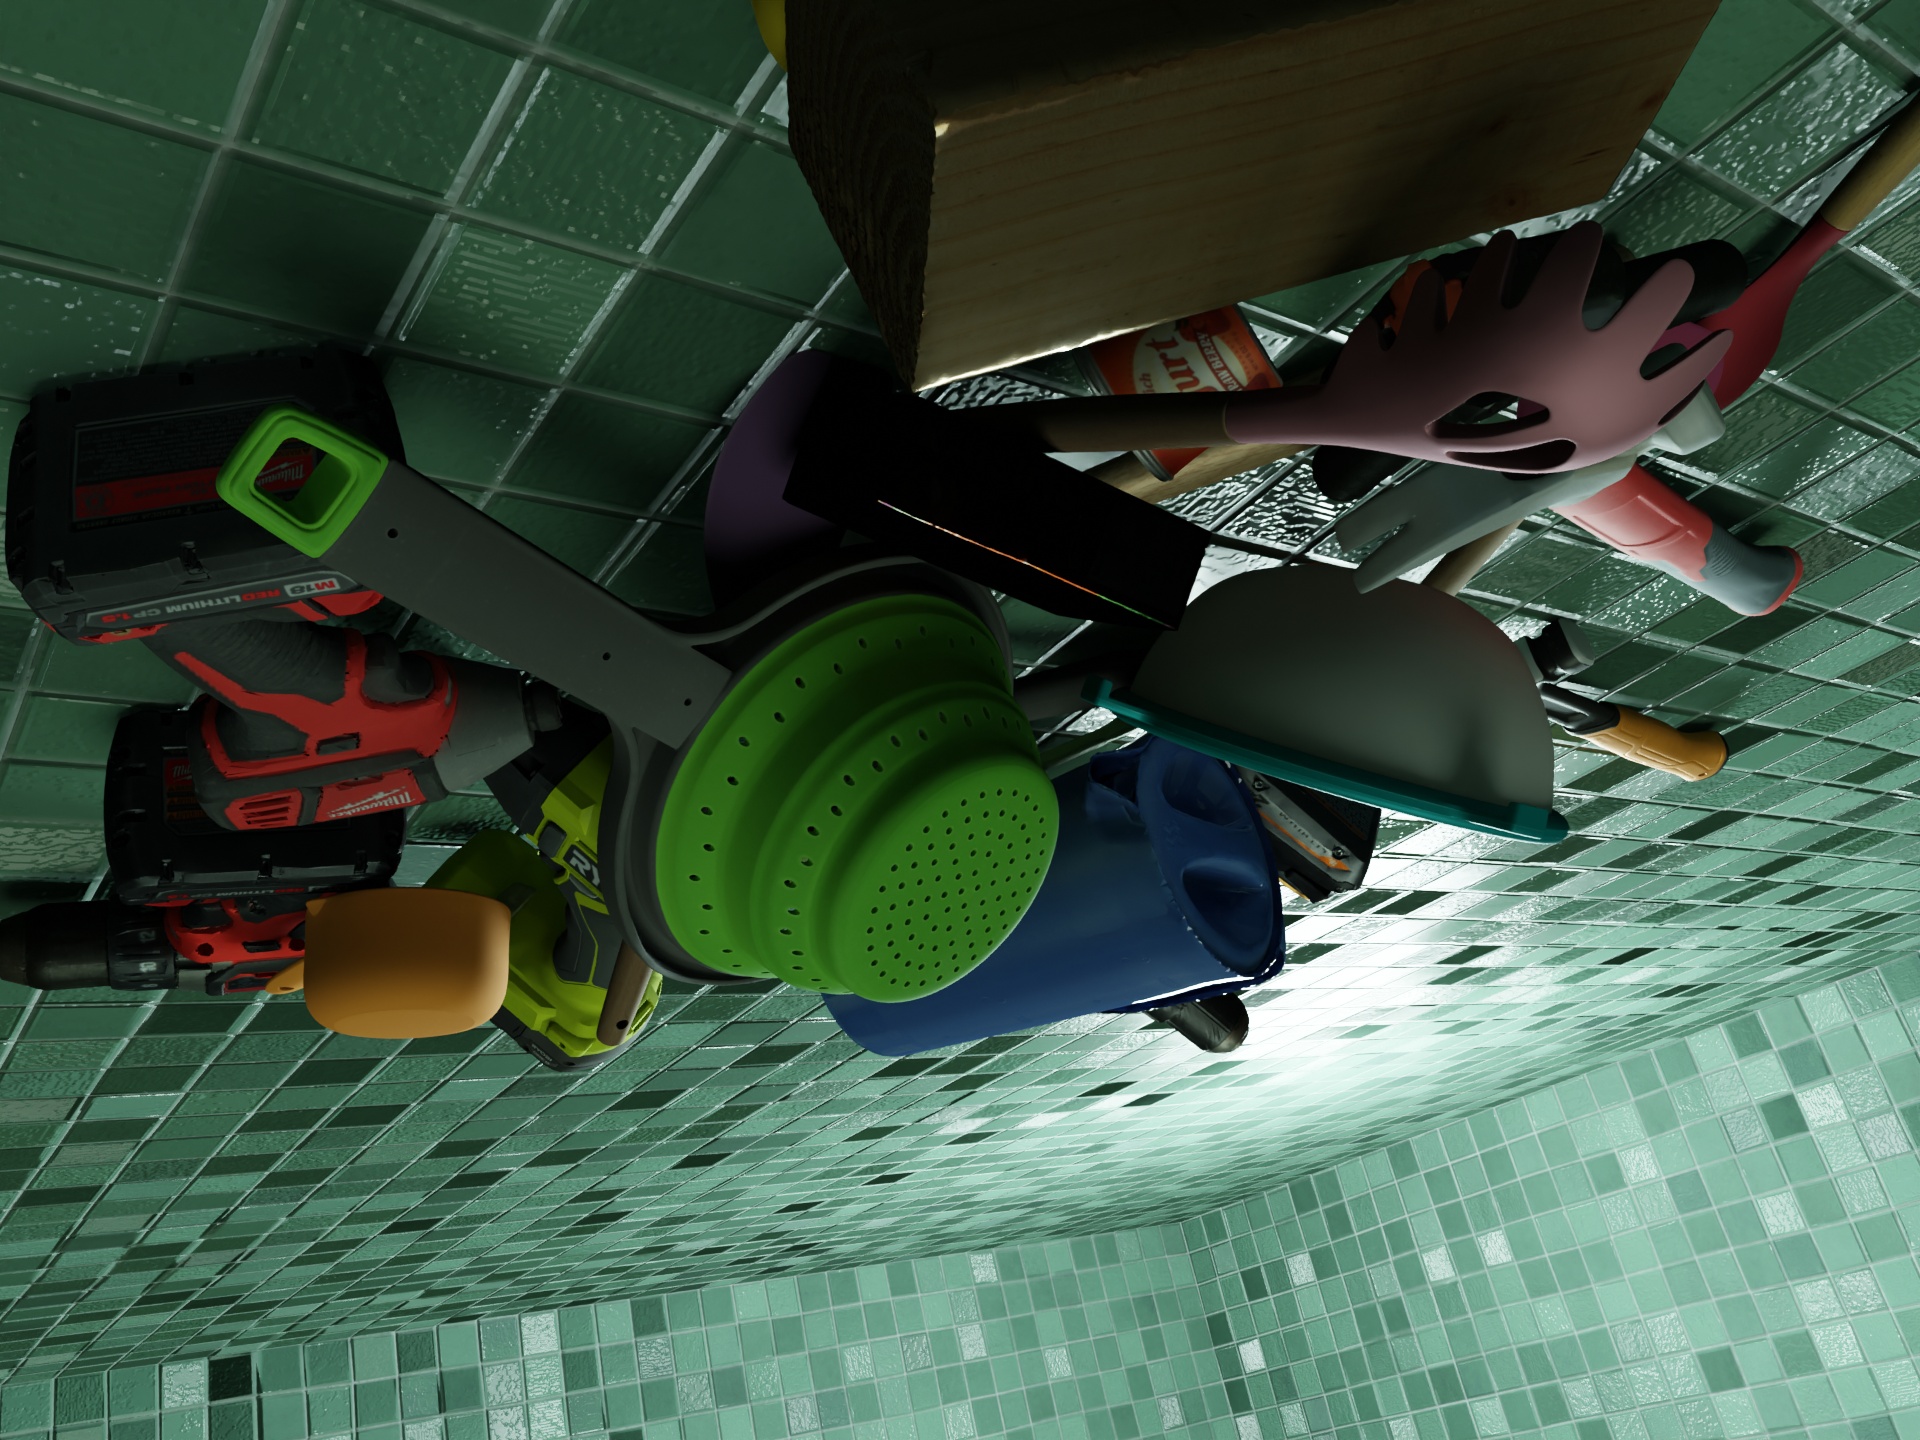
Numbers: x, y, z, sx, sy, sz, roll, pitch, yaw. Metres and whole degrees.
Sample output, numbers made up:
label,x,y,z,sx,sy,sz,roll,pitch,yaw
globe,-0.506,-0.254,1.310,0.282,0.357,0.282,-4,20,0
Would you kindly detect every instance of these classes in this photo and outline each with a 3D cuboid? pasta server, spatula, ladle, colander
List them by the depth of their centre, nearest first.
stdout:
label,x,y,z,sx,sy,sz,roll,pitch,yaw
pasta server,0.070,-0.095,0.473,0.060,0.040,0.316,39,167,-30
colander,-0.070,0.013,0.555,0.204,0.095,0.396,-54,143,1
ladle,0.335,-0.202,0.574,0.069,0.031,0.315,-2,151,-17
spatula,-0.099,0.004,0.625,0.059,0.018,0.315,5,119,-32

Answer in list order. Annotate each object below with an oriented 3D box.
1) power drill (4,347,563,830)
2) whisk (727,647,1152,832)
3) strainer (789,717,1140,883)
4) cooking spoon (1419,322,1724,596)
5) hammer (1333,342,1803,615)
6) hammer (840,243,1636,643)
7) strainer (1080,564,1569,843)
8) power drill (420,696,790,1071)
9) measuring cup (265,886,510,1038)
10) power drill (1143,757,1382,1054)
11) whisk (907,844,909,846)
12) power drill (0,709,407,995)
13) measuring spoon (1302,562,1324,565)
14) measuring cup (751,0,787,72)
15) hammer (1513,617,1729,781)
label,x,y,z,sx,sy,sz,roll,pitch,yaw
power drill,-0.230,-0.030,0.576,0.143,0.079,0.219,-10,154,-8
whisk,-0.001,-0.002,0.744,0.295,0.073,0.073,-13,159,-35
strainer,-0.016,0.018,0.827,0.256,0.069,0.151,-22,174,-26
cooking spoon,0.253,-0.090,0.758,0.068,0.017,0.318,20,154,-1
hammer,0.312,-0.080,0.736,0.143,0.038,0.386,-27,161,32
hammer,0.104,-0.112,0.638,0.331,0.031,0.130,-21,155,14
strainer,0.204,-0.021,0.780,0.211,0.095,0.340,18,-172,21
power drill,-0.190,0.077,0.768,0.080,0.171,0.223,-50,-177,-38
measuring cup,-0.276,0.125,0.730,0.173,0.052,0.095,-25,151,36
power drill,0.151,0.104,0.953,0.185,0.084,0.226,40,130,-7
whisk,-0.072,0.082,0.952,0.051,0.047,0.244,-36,145,17
power drill,-0.357,0.077,0.751,0.187,0.080,0.226,-1,155,-25
measuring spoon,0.164,-0.047,0.828,0.021,0.011,0.116,-7,155,-13
measuring cup,0.014,-0.182,0.440,0.156,0.029,0.062,9,147,-35
hammer,0.417,0.006,1.046,0.336,0.034,0.127,13,144,-44
